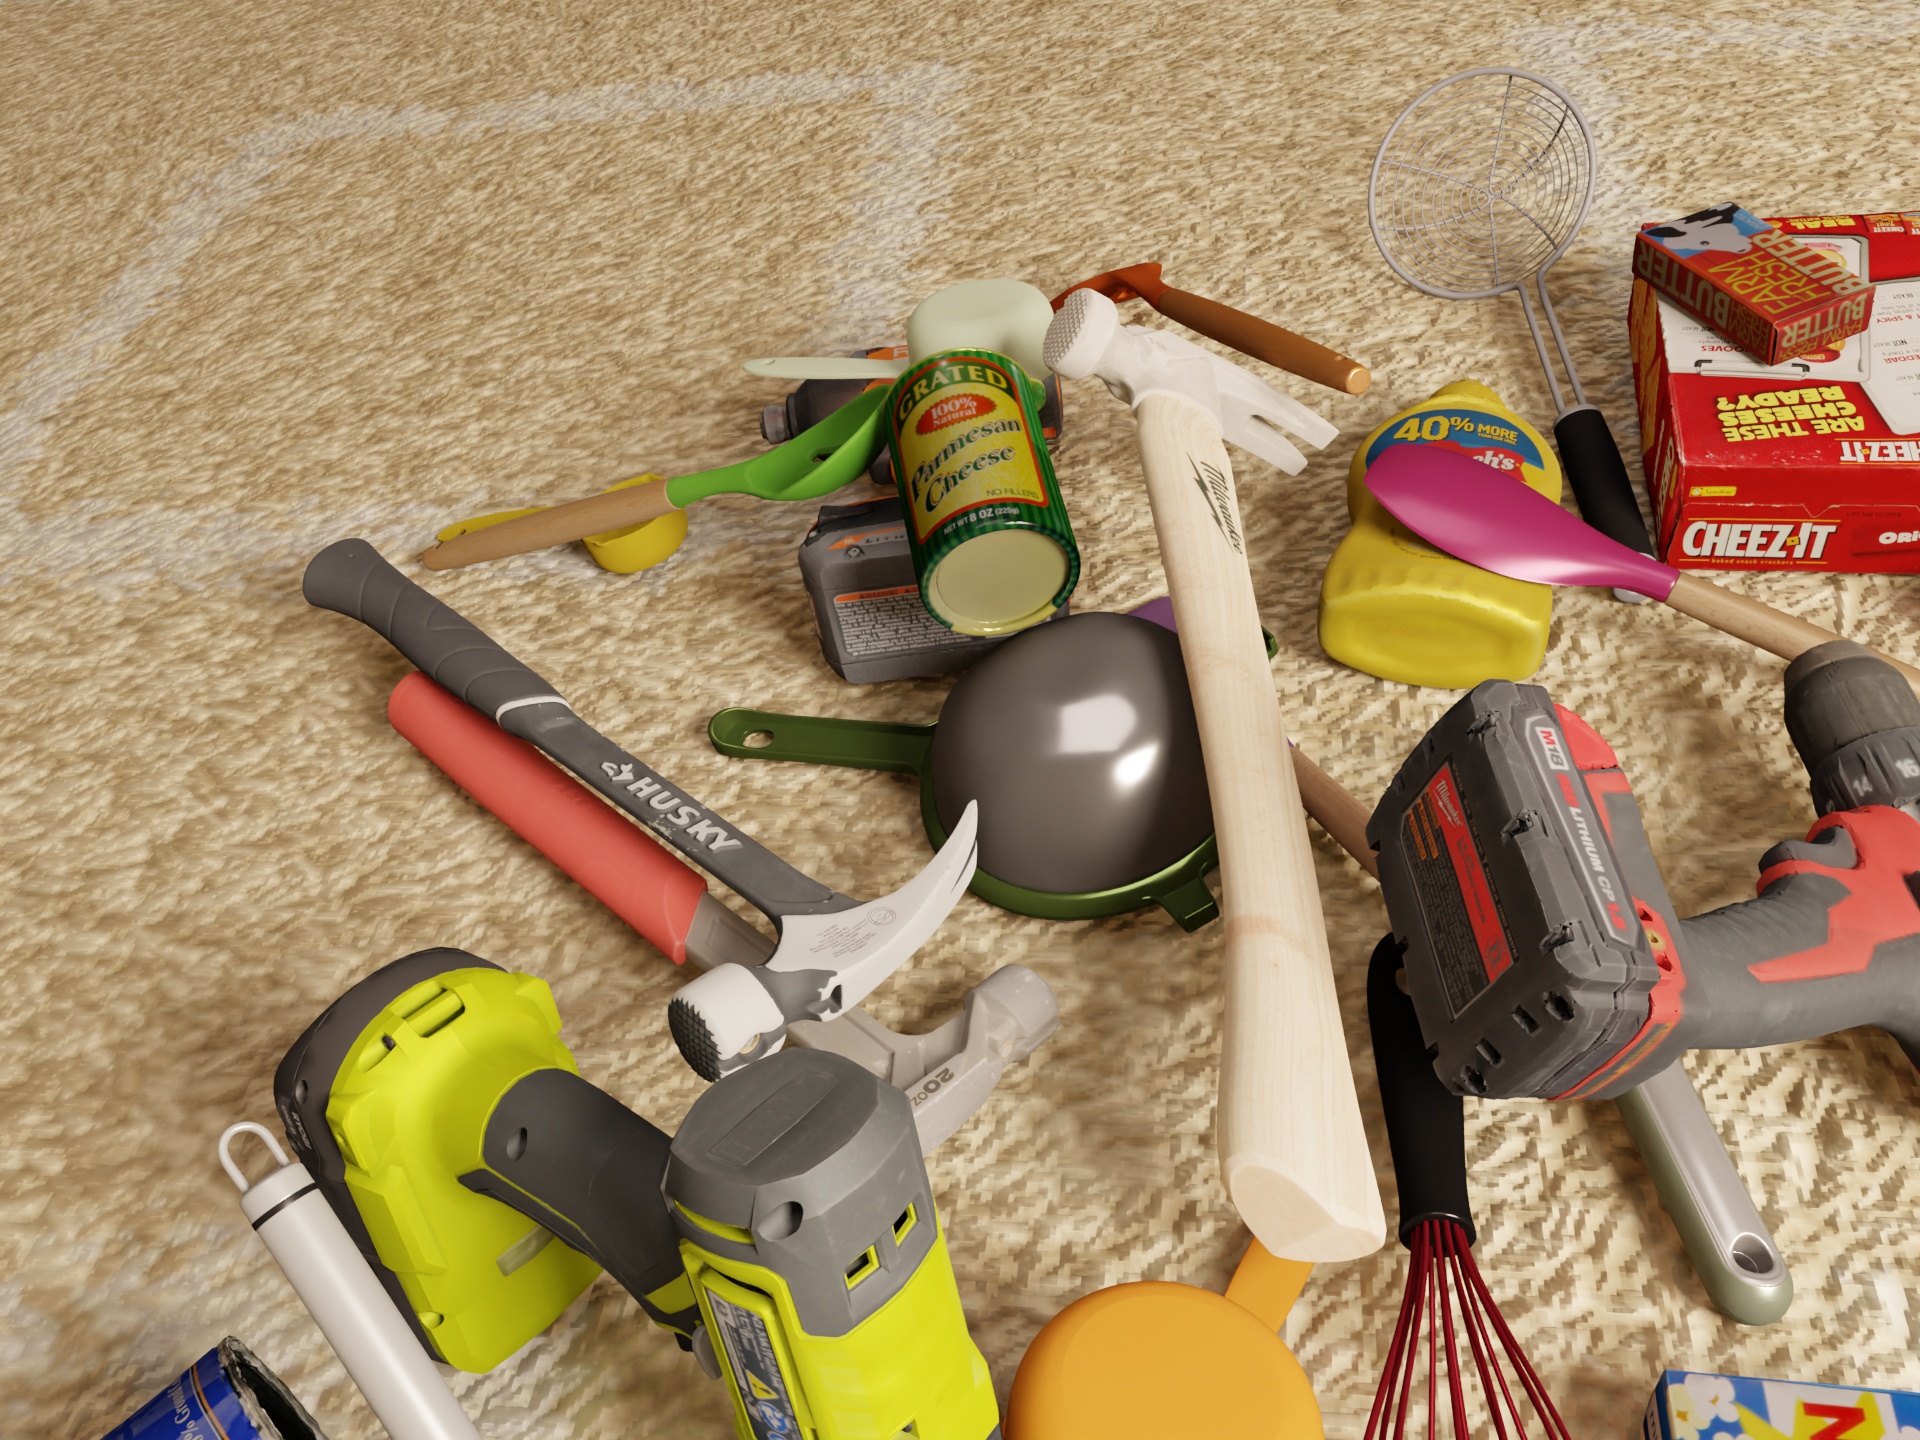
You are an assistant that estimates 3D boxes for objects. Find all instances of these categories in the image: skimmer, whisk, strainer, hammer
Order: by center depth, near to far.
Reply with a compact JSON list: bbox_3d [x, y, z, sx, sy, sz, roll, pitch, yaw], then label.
[{"bbox_3d":[-0.127,0.217,0.434,0.087,0.050,0.258,-32,83,-33],"label":"strainer"},{"bbox_3d":[0.147,0.173,0.480,0.073,0.073,0.296,-1,38,10],"label":"whisk"},{"bbox_3d":[0.222,0.089,0.556,0.058,0.059,0.247,-4,48,-8],"label":"whisk"},{"bbox_3d":[0.111,-0.003,0.596,0.146,0.038,0.411,20,46,-25],"label":"hammer"},{"bbox_3d":[-0.138,0.068,0.643,0.149,0.036,0.359,-29,44,-35],"label":"hammer"},{"bbox_3d":[-0.001,-0.002,0.664,0.256,0.069,0.152,4,52,22],"label":"strainer"},{"bbox_3d":[-0.166,0.002,0.676,0.149,0.036,0.409,-28,43,-36],"label":"hammer"},{"bbox_3d":[0.290,-0.208,0.816,0.127,0.090,0.364,-28,38,30],"label":"skimmer"}]

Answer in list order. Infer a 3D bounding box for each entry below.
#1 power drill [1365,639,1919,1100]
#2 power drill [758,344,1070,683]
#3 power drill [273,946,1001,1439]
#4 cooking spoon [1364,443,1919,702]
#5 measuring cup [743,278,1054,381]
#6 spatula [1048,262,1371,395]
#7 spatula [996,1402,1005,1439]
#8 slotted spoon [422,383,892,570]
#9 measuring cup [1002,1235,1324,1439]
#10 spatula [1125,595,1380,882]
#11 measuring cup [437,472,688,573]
[{"bbox_3d":[0.256,0.043,0.525,0.226,0.080,0.188,6,51,-14],"label":"power drill"},{"bbox_3d":[-0.026,-0.118,0.796,0.164,0.084,0.227,-7,40,5],"label":"power drill"},{"bbox_3d":[-0.091,0.158,0.457,0.223,0.171,0.080,9,32,39],"label":"power drill"},{"bbox_3d":[0.315,-0.044,0.647,0.319,0.017,0.069,28,50,18],"label":"cooking spoon"},{"bbox_3d":[-0.033,-0.193,0.800,0.167,0.038,0.083,2,37,13],"label":"measuring cup"},{"bbox_3d":[0.120,-0.201,0.814,0.081,0.041,0.323,-17,28,-12],"label":"spatula"},{"bbox_3d":[0.017,0.218,0.465,0.082,0.044,0.318,-17,41,-25],"label":"spatula"},{"bbox_3d":[-0.156,-0.107,0.777,0.314,0.031,0.070,-9,38,33],"label":"slotted spoon"},{"bbox_3d":[0.077,0.178,0.463,0.095,0.052,0.174,19,37,25],"label":"measuring cup"},{"bbox_3d":[0.142,0.031,0.637,0.060,0.018,0.316,-28,40,-10],"label":"spatula"},{"bbox_3d":[-0.215,-0.099,0.858,0.156,0.029,0.062,-3,43,25],"label":"measuring cup"}]
